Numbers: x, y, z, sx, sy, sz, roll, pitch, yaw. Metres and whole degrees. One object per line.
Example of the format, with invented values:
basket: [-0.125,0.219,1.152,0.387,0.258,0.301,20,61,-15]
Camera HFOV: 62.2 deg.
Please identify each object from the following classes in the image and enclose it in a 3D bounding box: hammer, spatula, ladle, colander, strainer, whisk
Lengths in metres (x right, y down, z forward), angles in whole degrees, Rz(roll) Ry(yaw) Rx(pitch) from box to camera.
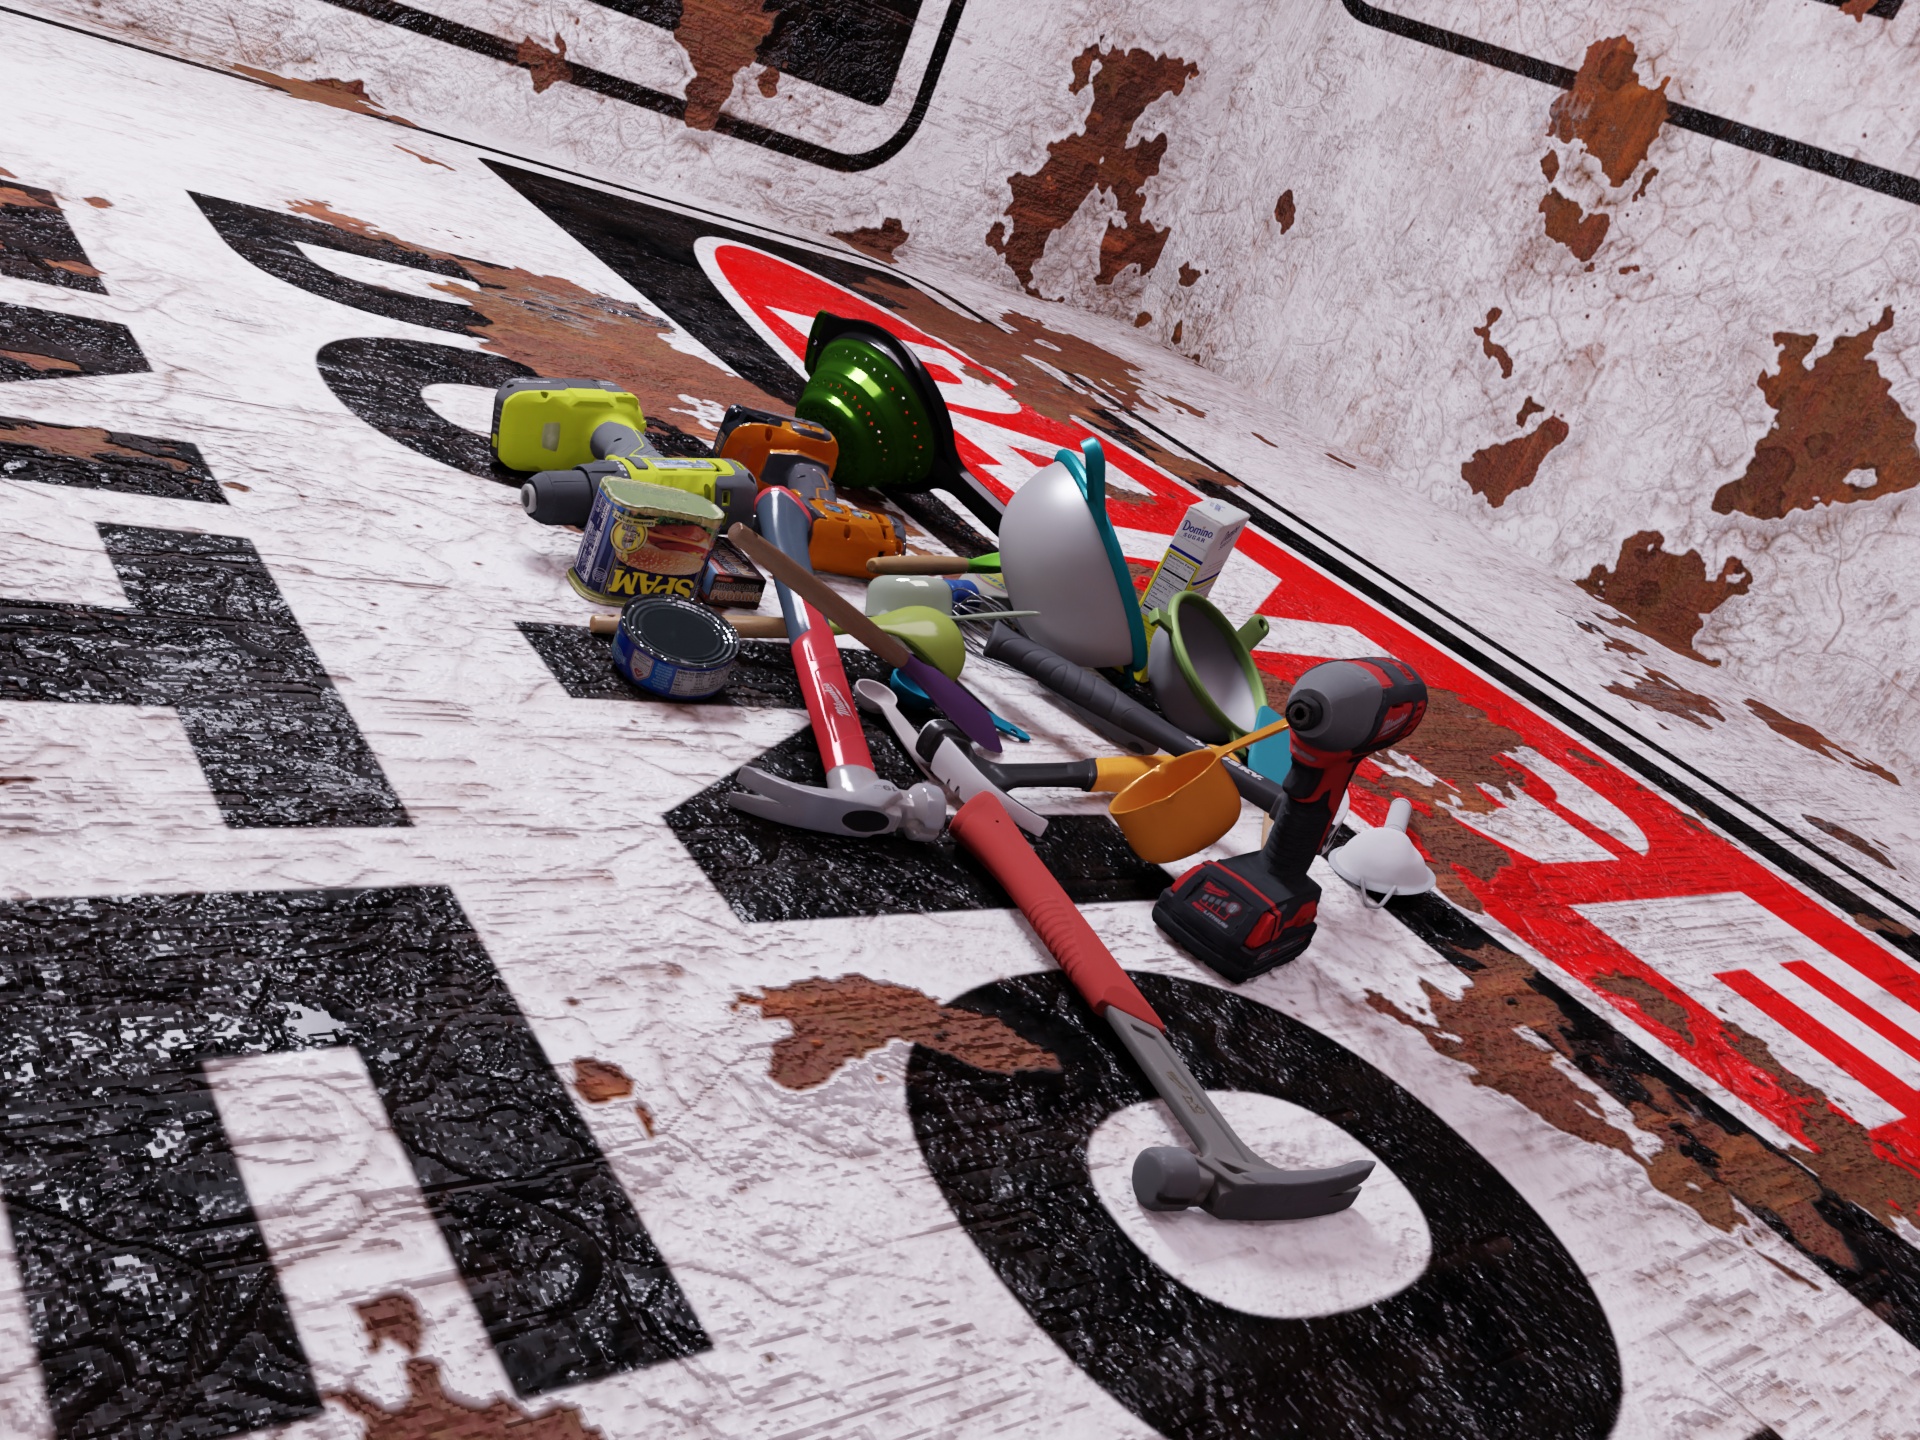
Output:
hammer: [0.091,0.155,0.952,0.149,0.036,0.359,9,26,-32]
spatula: [0.259,0.078,1.284,0.082,0.044,0.318,40,23,-5]
ladle: [-0.134,-0.061,1.236,0.320,0.062,0.078,-1,25,-33]
colander: [-0.052,-0.261,1.690,0.397,0.204,0.094,44,61,10]
strainer: [0.082,-0.147,1.367,0.340,0.095,0.211,72,-3,-73]
whisk: [0.077,-0.042,1.381,0.239,0.055,0.055,36,25,21]
spatula: [-0.057,-0.054,1.134,0.315,0.018,0.060,38,25,-45]
hammer: [0.120,0.046,1.230,0.336,0.034,0.127,0,35,-47]
hammer: [0.155,0.006,1.263,0.335,0.035,0.146,31,21,25]
strainer: [0.367,0.099,1.356,0.087,0.050,0.258,14,15,16]
hammer: [-0.121,-0.060,1.152,0.143,0.038,0.387,11,35,-26]
strainer: [0.232,-0.052,1.487,0.151,0.069,0.256,59,29,-2]

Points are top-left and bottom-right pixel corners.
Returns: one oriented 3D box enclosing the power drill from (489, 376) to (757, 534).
power drill: [-0.303,-0.214,1.324,0.190,0.080,0.229,-7,31,-38]

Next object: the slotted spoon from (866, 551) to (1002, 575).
slotted spoon: [-0.012,-0.146,1.505,0.070,0.031,0.313,0,5,25]

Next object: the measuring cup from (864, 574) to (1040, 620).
measuring cup: [-0.006,-0.104,1.351,0.168,0.038,0.083,1,0,31]

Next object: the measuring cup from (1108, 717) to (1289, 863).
measuring cup: [0.192,0.045,1.121,0.052,0.173,0.095,62,9,-9]

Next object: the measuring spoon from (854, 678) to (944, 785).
measuring spoon: [-0.046,0.012,1.183,0.034,0.018,0.124,6,34,-41]

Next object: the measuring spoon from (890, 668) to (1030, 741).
measuring spoon: [-0.002,-0.004,1.262,0.128,0.021,0.042,25,21,-21]

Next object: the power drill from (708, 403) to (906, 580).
power drill: [-0.163,-0.214,1.497,0.164,0.084,0.227,8,30,-33]

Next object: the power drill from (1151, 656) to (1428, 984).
power drill: [0.220,0.059,1.052,0.079,0.219,0.143,36,25,29]
